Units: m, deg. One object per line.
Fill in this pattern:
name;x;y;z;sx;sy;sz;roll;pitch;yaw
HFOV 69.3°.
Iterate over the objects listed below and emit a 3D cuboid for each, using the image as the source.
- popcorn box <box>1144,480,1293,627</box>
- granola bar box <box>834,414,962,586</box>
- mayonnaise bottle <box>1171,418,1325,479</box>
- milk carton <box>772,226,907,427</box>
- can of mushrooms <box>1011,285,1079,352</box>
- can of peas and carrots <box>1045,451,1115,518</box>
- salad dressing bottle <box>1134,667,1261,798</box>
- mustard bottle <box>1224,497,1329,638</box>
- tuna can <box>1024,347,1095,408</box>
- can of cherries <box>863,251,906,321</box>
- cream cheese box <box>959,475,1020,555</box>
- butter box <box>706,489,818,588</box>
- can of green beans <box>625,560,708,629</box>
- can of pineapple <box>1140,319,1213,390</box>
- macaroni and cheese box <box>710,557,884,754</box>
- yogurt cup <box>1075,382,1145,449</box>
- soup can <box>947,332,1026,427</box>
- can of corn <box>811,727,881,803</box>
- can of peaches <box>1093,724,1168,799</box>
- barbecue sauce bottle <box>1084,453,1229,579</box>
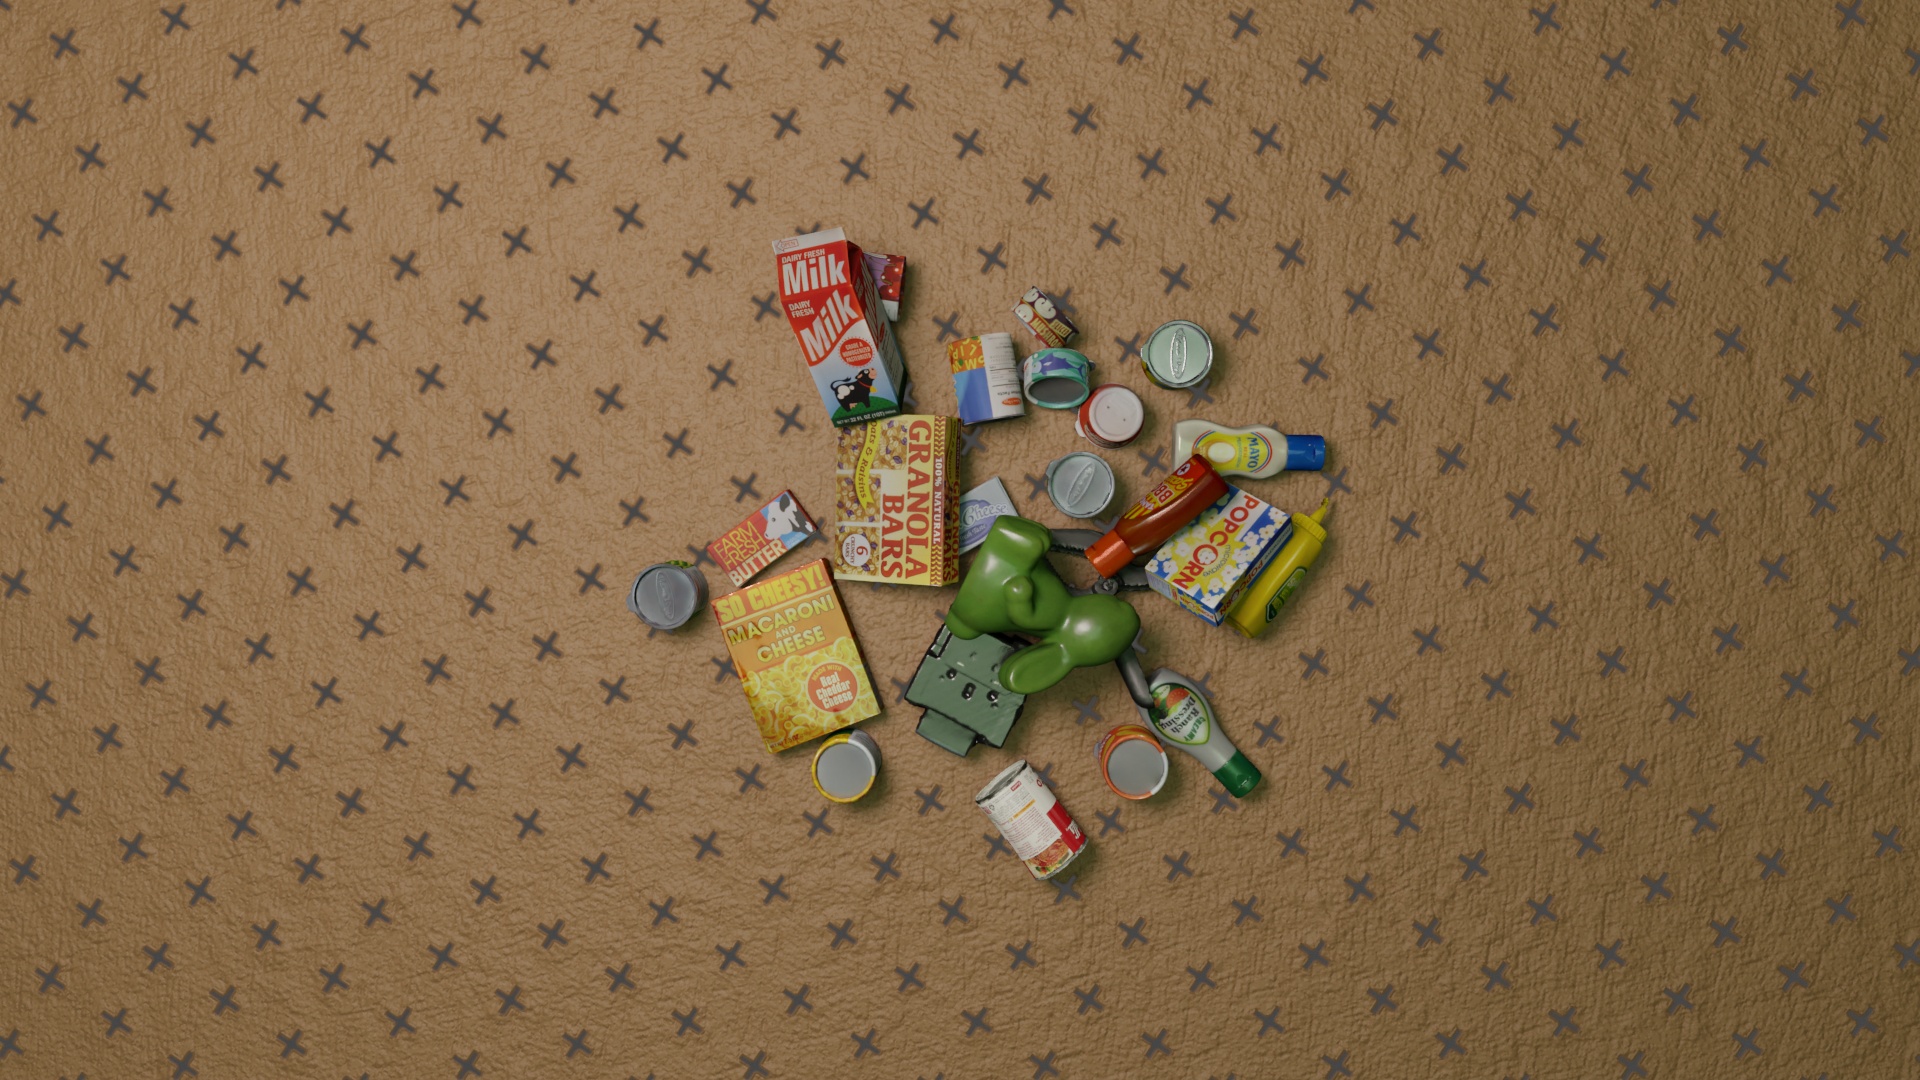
popcorn box;0.252;0.011;1.349;0.085;0.038;0.127;33;72;32
granola bar box;-0.062;-0.041;1.377;0.124;0.039;0.165;3;92;26
mayonnaise bottle;0.287;-0.089;1.388;0.148;0.041;0.064;1;95;2
milk carton;-0.115;-0.209;1.325;0.072;0.074;0.189;-10;128;13
can of mushrooms;0.085;-0.217;1.375;0.033;0.071;0.071;-44;91;4
can of peas and carrots;0.117;-0.056;1.385;0.071;0.059;0.071;0;92;2
salad dressing bottle;0.240;0.195;1.398;0.064;0.044;0.147;-44;91;2
mustard bottle;0.320;0.022;1.380;0.049;0.065;0.160;37;88;28
tuna can;0.098;-0.160;1.374;0.071;0.070;0.033;2;65;1
can of cherries;-0.086;-0.256;1.379;0.058;0.071;0.071;7;92;1
cream cheese box;0.005;-0.018;1.406;0.104;0.024;0.053;-29;90;2
butter box;-0.201;-0.002;1.411;0.103;0.024;0.053;-36;92;2
can of green beans;-0.292;0.054;1.398;0.071;0.058;0.071;0;92;1
can of pineapple;0.212;-0.184;1.379;0.071;0.058;0.071;0;92;1
macaroni and cheese box;-0.165;0.116;1.406;0.124;0.040;0.166;-21;92;2
yogurt cup;0.153;-0.125;1.384;0.072;0.054;0.072;0;92;1
soup can;0.023;-0.159;1.382;0.071;0.071;0.083;-10;91;2
can of corn;-0.117;0.228;1.400;0.071;0.058;0.071;0;92;1
can of peaches;0.171;0.222;1.393;0.071;0.058;0.071;0;93;1
barbecue sauce bottle;0.189;-0.021;1.349;0.148;0.065;0.043;-39;109;6
